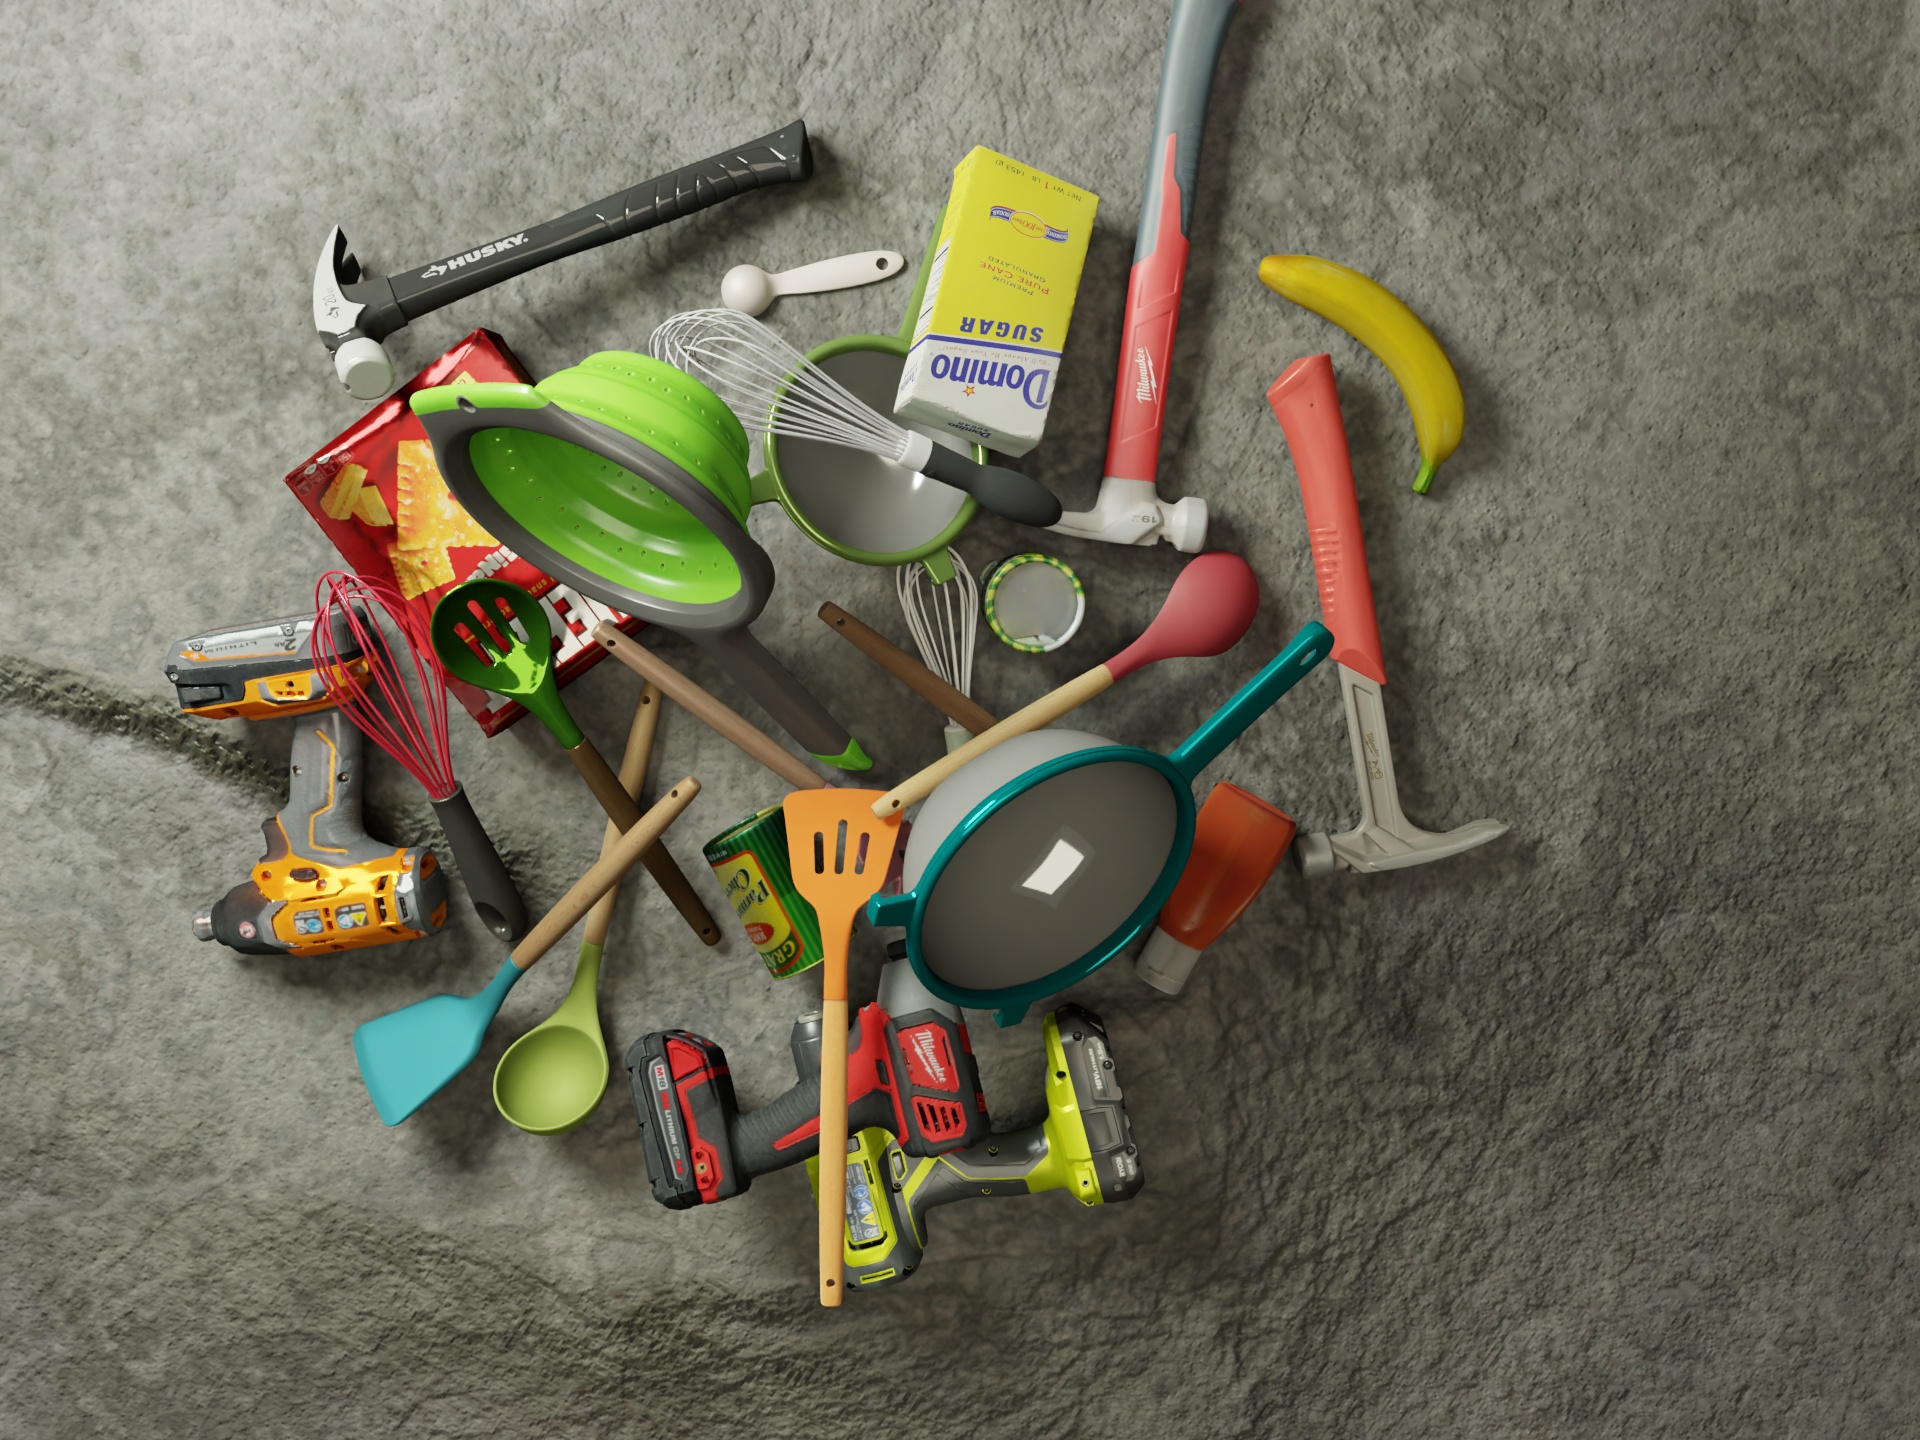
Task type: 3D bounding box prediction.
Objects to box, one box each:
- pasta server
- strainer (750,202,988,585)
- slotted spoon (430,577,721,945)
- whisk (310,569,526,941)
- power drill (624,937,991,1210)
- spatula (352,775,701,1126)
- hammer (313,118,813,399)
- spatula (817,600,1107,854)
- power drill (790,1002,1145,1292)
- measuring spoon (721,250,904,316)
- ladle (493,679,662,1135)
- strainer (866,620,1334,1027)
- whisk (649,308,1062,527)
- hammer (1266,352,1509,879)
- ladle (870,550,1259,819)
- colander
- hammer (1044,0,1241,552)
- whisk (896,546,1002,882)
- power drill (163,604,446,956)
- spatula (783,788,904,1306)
[{"bbox_3d":[-0.115,0.034,1.061,0.316,0.040,0.060,38,105,-21],"label":"pasta server"},{"bbox_3d":[-0.047,-0.221,1.056,0.151,0.069,0.256,21,78,-17],"label":"strainer"},{"bbox_3d":[-0.241,0.035,1.043,0.070,0.031,0.313,-33,118,-7],"label":"slotted spoon"},{"bbox_3d":[-0.342,0.030,1.029,0.073,0.073,0.295,-15,122,-1],"label":"whisk"},{"bbox_3d":[-0.100,0.234,1.053,0.219,0.078,0.143,-14,79,1],"label":"power drill"},{"bbox_3d":[-0.285,0.145,1.061,0.317,0.044,0.082,-44,58,15],"label":"spatula"},{"bbox_3d":[-0.248,-0.314,1.016,0.335,0.146,0.035,-24,143,-9],"label":"hammer"},{"bbox_3d":[0.029,0.016,1.074,0.315,0.018,0.060,37,96,-22],"label":"spatula"},{"bbox_3d":[-0.001,0.276,1.110,0.228,0.080,0.190,-15,89,2],"label":"power drill"},{"bbox_3d":[-0.098,-0.296,1.058,0.124,0.018,0.034,-12,98,-2],"label":"measuring spoon"},{"bbox_3d":[-0.250,0.128,1.088,0.078,0.062,0.320,15,94,12],"label":"ladle"},{"bbox_3d":[0.089,0.037,1.031,0.340,0.095,0.210,-42,137,1],"label":"strainer"},{"bbox_3d":[-0.058,-0.179,0.985,0.284,0.070,0.070,21,96,-23],"label":"whisk"},{"bbox_3d":[0.278,-0.072,1.095,0.149,0.037,0.359,-12,100,-1],"label":"hammer"},{"bbox_3d":[0.076,-0.020,1.062,0.315,0.031,0.069,-31,108,-12],"label":"ladle"},{"bbox_3d":[-0.151,-0.101,0.974,0.396,0.204,0.094,49,56,-46],"label":"colander"},{"bbox_3d":[0.118,-0.312,1.059,0.143,0.038,0.386,7,97,-2],"label":"hammer"},{"bbox_3d":[-0.002,-0.003,1.093,0.059,0.058,0.246,-3,103,32],"label":"whisk"},{"bbox_3d":[-0.447,0.048,1.056,0.164,0.084,0.226,-10,102,-1],"label":"power drill"},{"bbox_3d":[-0.078,0.202,1.013,0.081,0.041,0.323,0,82,1],"label":"spatula"}]
